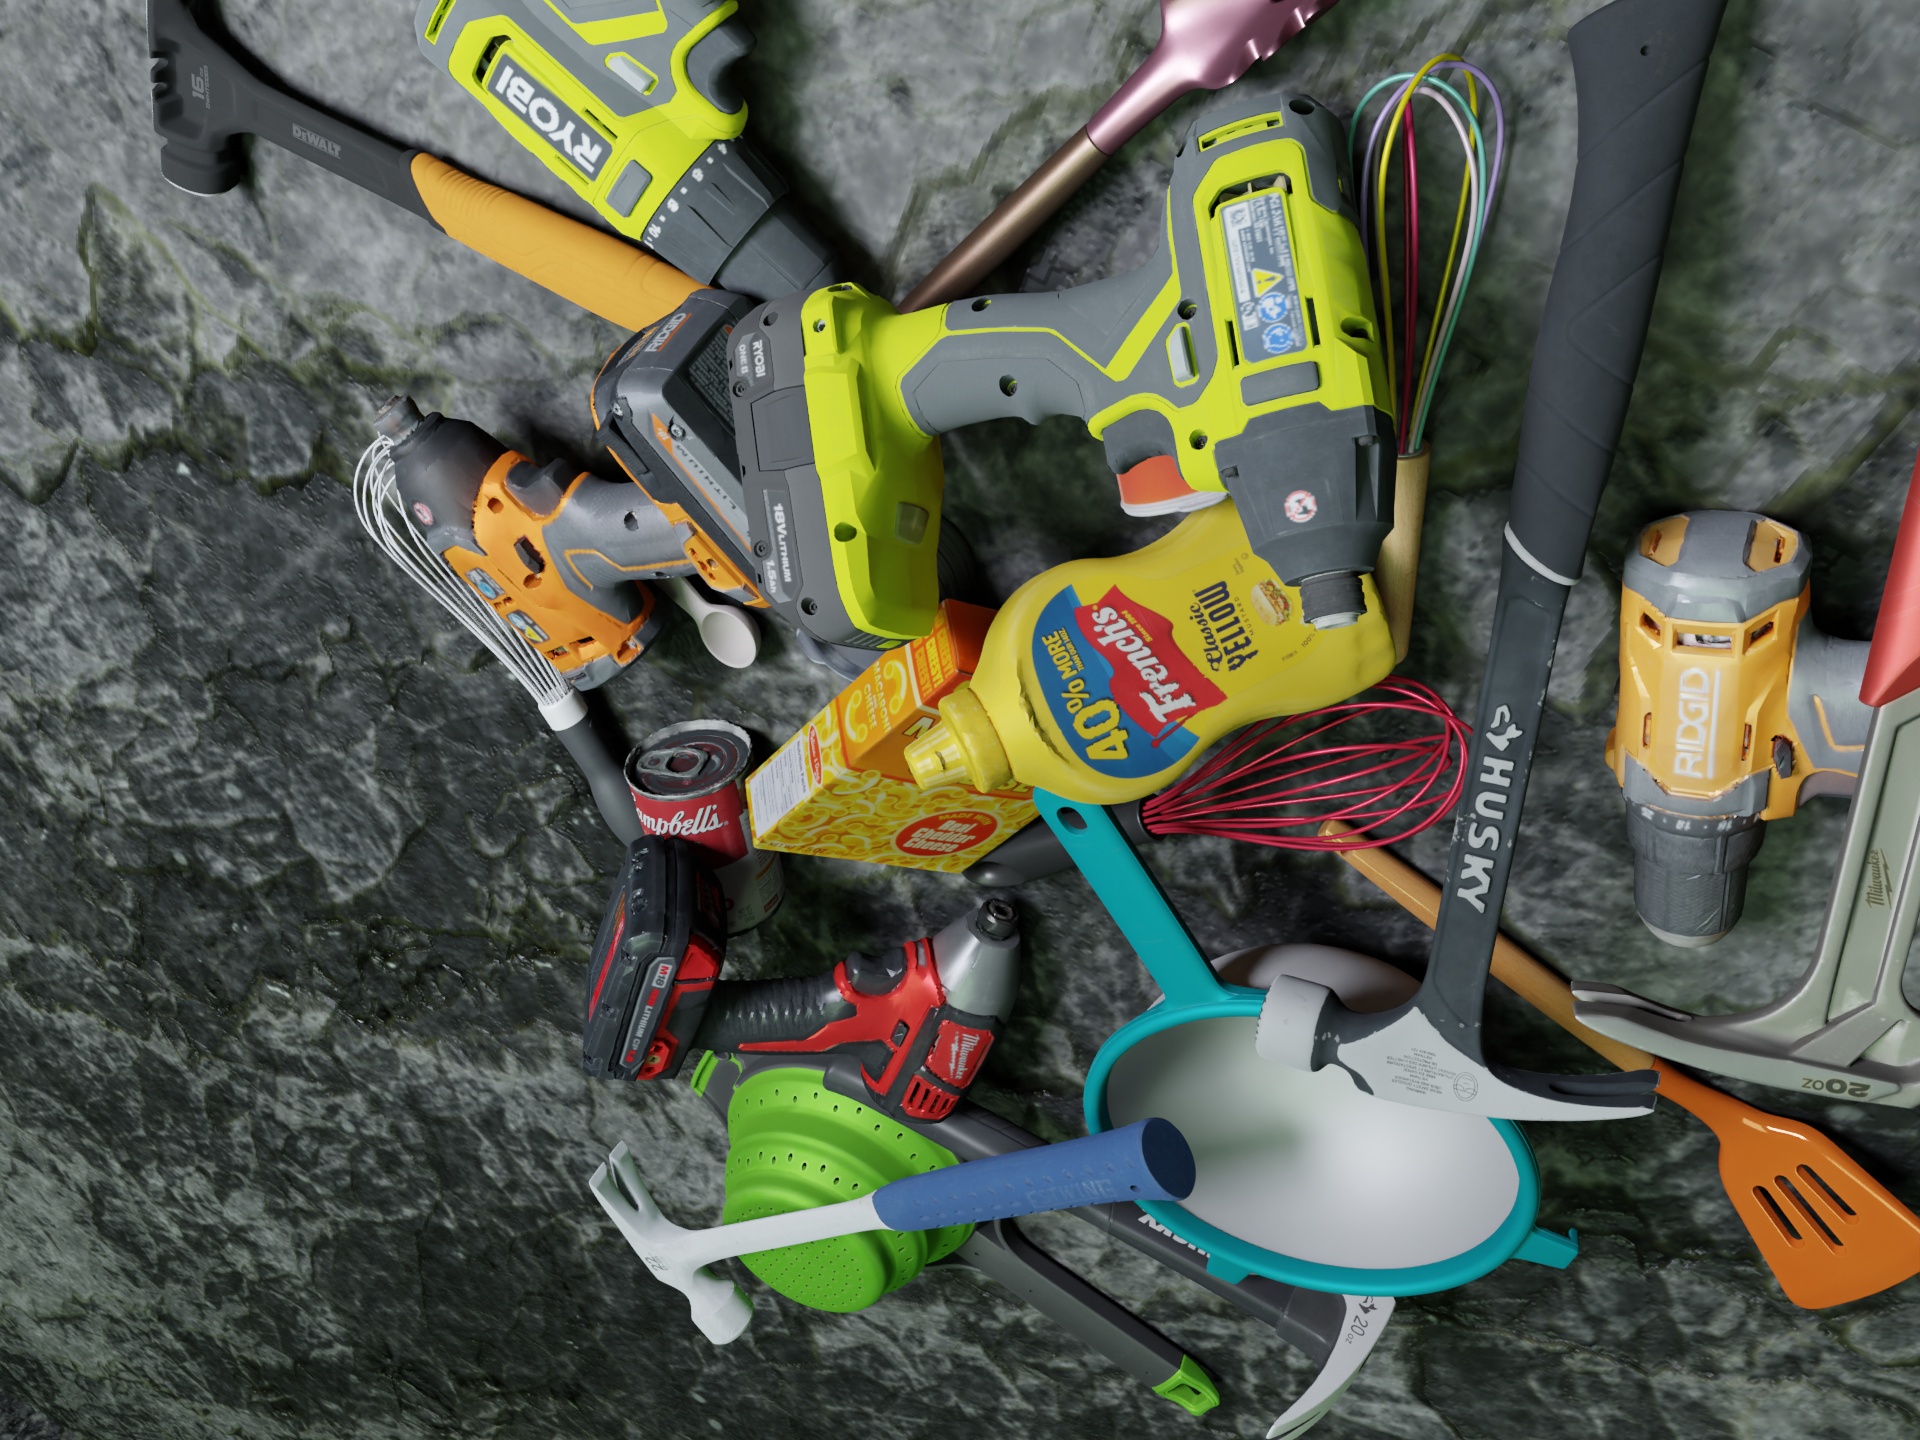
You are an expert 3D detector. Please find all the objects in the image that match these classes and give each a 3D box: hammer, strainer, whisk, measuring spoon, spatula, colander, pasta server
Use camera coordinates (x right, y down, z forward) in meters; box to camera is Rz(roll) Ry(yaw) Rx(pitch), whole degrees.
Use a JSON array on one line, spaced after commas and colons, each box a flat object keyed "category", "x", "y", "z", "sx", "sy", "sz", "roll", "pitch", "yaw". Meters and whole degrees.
[{"category": "hammer", "x": 0.296, "y": -0.052, "z": 0.488, "sx": 0.149, "sy": 0.037, "sz": 0.359, "roll": 9, "pitch": 106, "yaw": 16}, {"category": "hammer", "x": -0.050, "y": 0.263, "z": 0.861, "sx": 0.405, "sy": 0.035, "sz": 0.144, "roll": -25, "pitch": 108, "yaw": 39}, {"category": "strainer", "x": 0.139, "y": 0.129, "z": 0.747, "sx": 0.211, "sy": 0.095, "sz": 0.340, "roll": -18, "pitch": 118, "yaw": 36}, {"category": "hammer", "x": 0.205, "y": -0.038, "z": 0.558, "sx": 0.149, "sy": 0.036, "sz": 0.408, "roll": 14, "pitch": 112, "yaw": 23}, {"category": "whisk", "x": -0.228, "y": -0.032, "z": 0.849, "sx": 0.070, "sy": 0.070, "sz": 0.284, "roll": -7, "pitch": 126, "yaw": 31}, {"category": "whisk", "x": 0.162, "y": -0.120, "z": 0.590, "sx": 0.051, "sy": 0.047, "sz": 0.244, "roll": 9, "pitch": 131, "yaw": 18}, {"category": "hammer", "x": -0.212, "y": -0.231, "z": 0.703, "sx": 0.337, "sy": 0.034, "sz": 0.127, "roll": 28, "pitch": 133, "yaw": 6}, {"category": "measuring spoon", "x": -0.144, "y": -0.077, "z": 0.801, "sx": 0.124, "sy": 0.018, "sz": 0.034, "roll": 46, "pitch": 137, "yaw": -1}, {"category": "spatula", "x": 0.293, "y": 0.149, "z": 0.727, "sx": 0.322, "sy": 0.041, "sz": 0.081, "roll": 37, "pitch": 133, "yaw": -1}, {"category": "hammer", "x": 0.070, "y": 0.267, "z": 0.881, "sx": 0.335, "sy": 0.146, "sz": 0.035, "roll": 24, "pitch": 133, "yaw": 18}, {"category": "colander", "x": -0.014, "y": 0.346, "z": 0.995, "sx": 0.397, "sy": 0.094, "sz": 0.204, "roll": 35, "pitch": 132, "yaw": -1}, {"category": "pasta server", "x": 0.030, "y": -0.201, "z": 0.597, "sx": 0.316, "sy": 0.040, "sz": 0.060, "roll": -34, "pitch": 82, "yaw": 41}, {"category": "whisk", "x": 0.104, "y": 0.040, "z": 0.733, "sx": 0.296, "sy": 0.073, "sz": 0.073, "roll": -20, "pitch": 113, "yaw": 44}]

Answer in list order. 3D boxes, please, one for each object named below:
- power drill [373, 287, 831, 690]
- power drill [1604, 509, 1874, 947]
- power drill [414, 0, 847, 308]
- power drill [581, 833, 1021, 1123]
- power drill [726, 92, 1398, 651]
[{"category": "power drill", "x": -0.158, "y": -0.103, "z": 0.702, "sx": 0.226, "sy": 0.084, "sz": 0.164, "roll": -15, "pitch": 126, "yaw": 44}, {"category": "power drill", "x": 0.354, "y": 0.021, "z": 0.575, "sx": 0.226, "sy": 0.084, "sz": 0.185, "roll": 8, "pitch": 127, "yaw": 28}, {"category": "power drill", "x": -0.078, "y": -0.265, "z": 0.582, "sx": 0.190, "sy": 0.080, "sz": 0.228, "roll": 40, "pitch": 134, "yaw": -12}, {"category": "power drill", "x": -0.077, "y": 0.137, "z": 0.836, "sx": 0.219, "sy": 0.079, "sz": 0.143, "roll": 13, "pitch": 122, "yaw": -20}, {"category": "power drill", "x": 0.036, "y": -0.101, "z": 0.561, "sx": 0.223, "sy": 0.080, "sz": 0.171, "roll": -11, "pitch": 84, "yaw": 24}]
